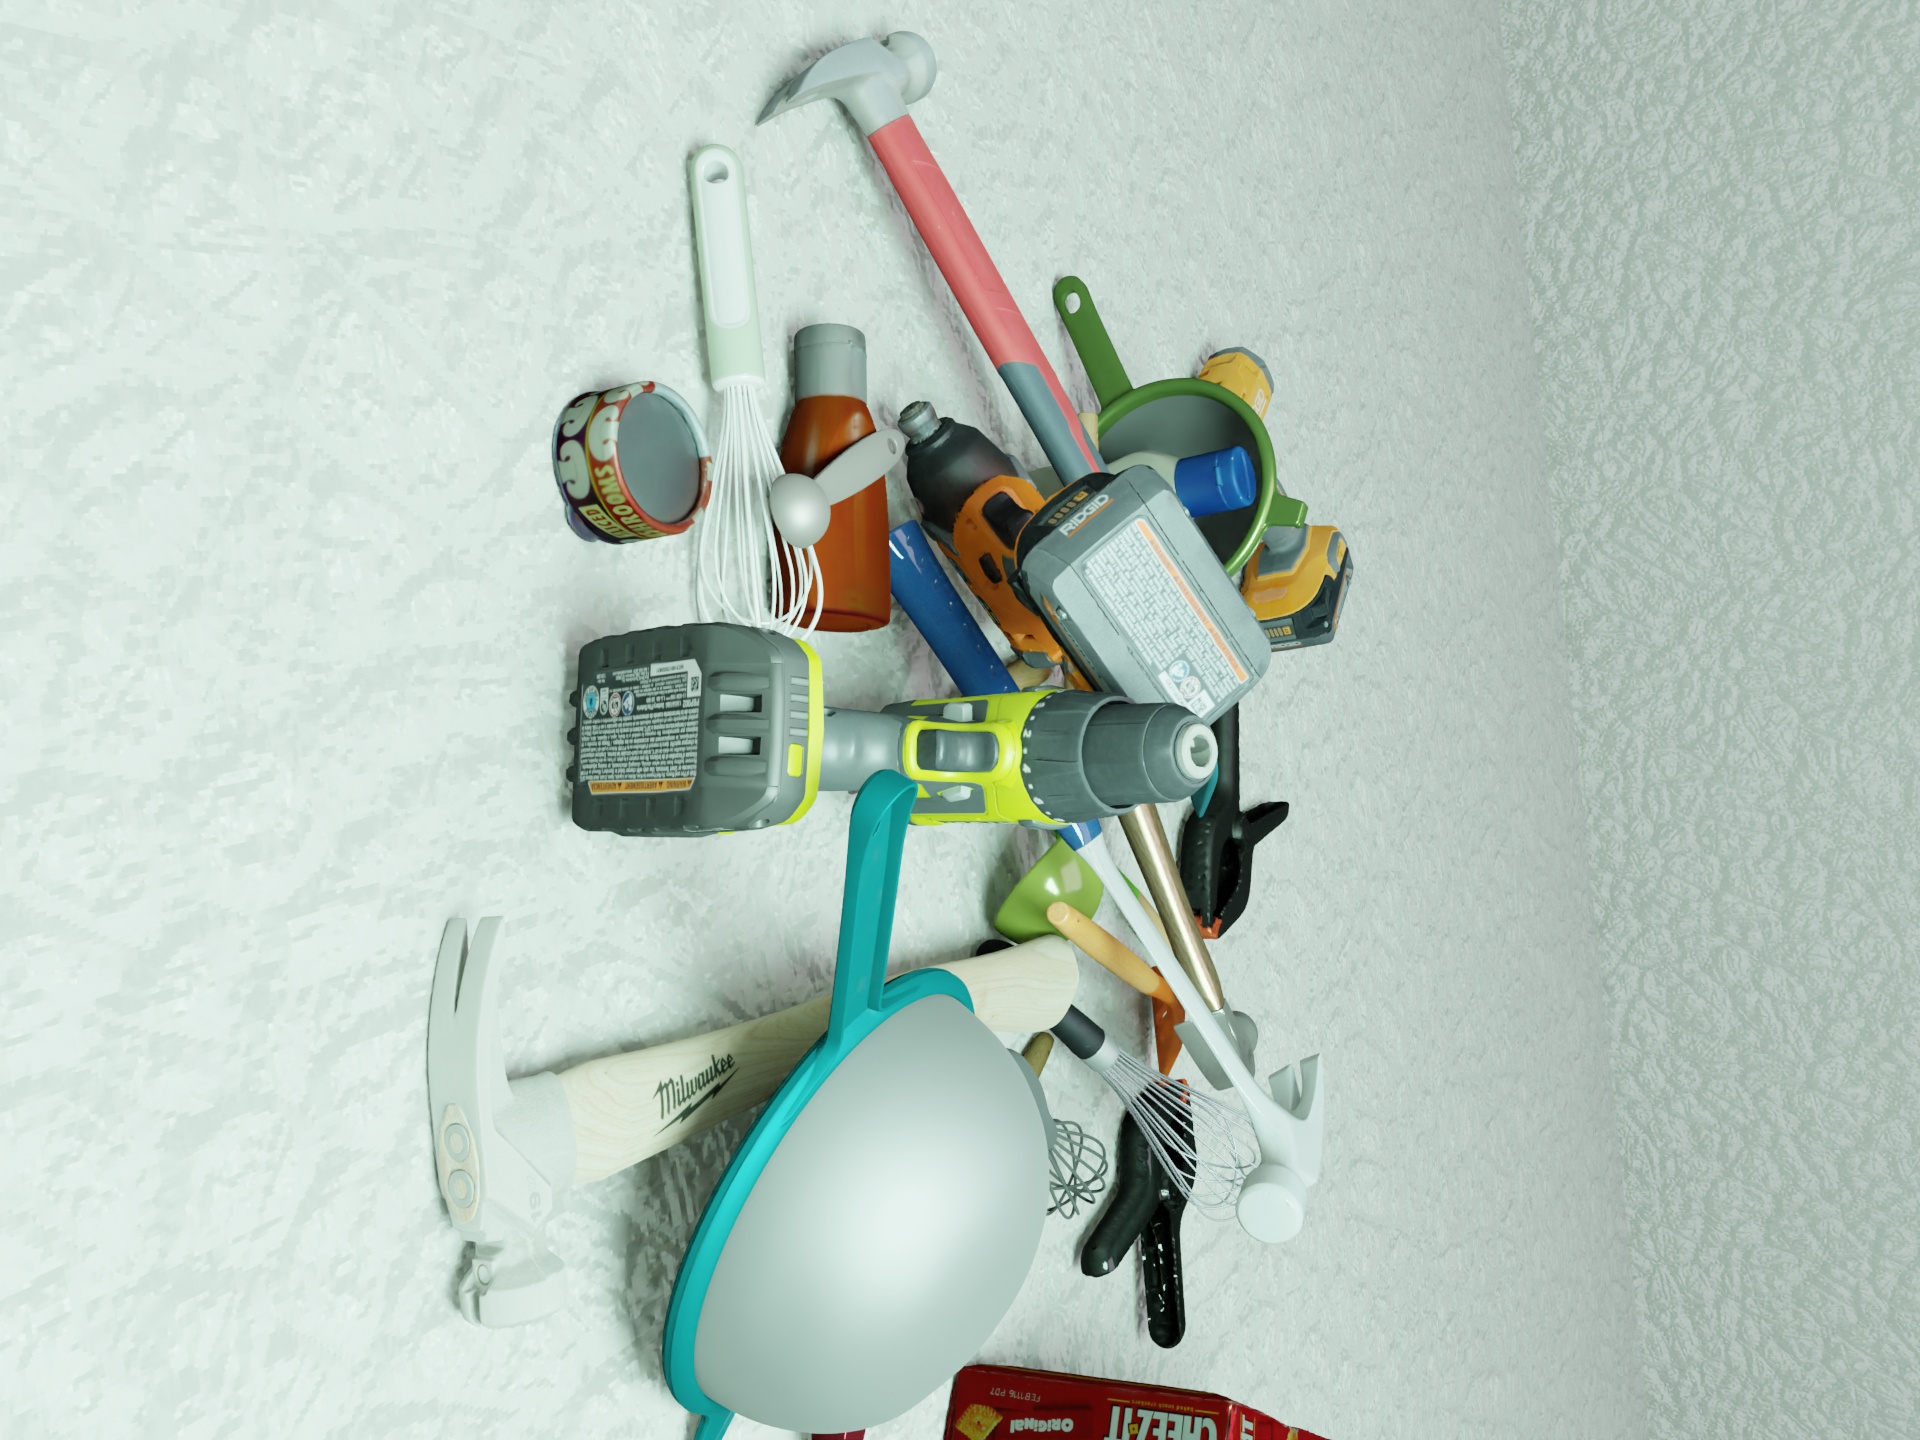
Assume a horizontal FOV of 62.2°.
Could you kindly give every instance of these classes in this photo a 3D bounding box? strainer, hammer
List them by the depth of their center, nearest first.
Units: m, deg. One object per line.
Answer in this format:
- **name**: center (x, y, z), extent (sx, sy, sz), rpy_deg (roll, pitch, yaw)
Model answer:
- **strainer**: center (-0.015, 0.169, 0.636), extent (0.211, 0.095, 0.340), rpy_deg (-39, 147, -44)
- **hammer**: center (-0.063, 0.136, 0.734), extent (0.410, 0.038, 0.146), rpy_deg (-4, 88, -55)
- **hammer**: center (0.074, 0.072, 0.845), extent (0.405, 0.035, 0.144), rpy_deg (57, 25, -1)
- **hammer**: center (0.030, -0.188, 0.879), extent (0.386, 0.038, 0.143), rpy_deg (59, 38, -14)
- **hammer**: center (0.116, 0.072, 0.995), extent (0.130, 0.031, 0.331), rpy_deg (-17, 86, -77)
- **strainer**: center (0.124, -0.182, 1.038), extent (0.069, 0.151, 0.257), rpy_deg (19, 45, -54)

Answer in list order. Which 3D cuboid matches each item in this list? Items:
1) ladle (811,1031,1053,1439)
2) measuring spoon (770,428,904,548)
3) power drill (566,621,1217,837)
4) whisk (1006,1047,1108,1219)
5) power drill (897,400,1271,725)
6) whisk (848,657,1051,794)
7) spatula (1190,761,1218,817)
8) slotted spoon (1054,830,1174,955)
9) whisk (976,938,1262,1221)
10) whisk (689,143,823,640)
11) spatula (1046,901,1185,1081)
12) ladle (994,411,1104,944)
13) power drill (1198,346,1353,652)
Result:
- **ladle**: center (-0.008, 0.269, 0.846), extent (0.315, 0.031, 0.069), rpy_deg (-52, 150, -52)
- **measuring spoon**: center (-0.051, -0.116, 0.748), extent (0.124, 0.018, 0.034), rpy_deg (-48, 120, -53)
- **power drill**: center (-0.026, 0.011, 0.661), extent (0.228, 0.190, 0.080), rpy_deg (5, 84, -41)
- **whisk**: center (0.044, 0.222, 0.859), extent (0.238, 0.055, 0.055), rpy_deg (67, 31, -57)
- **power drill**: center (0.045, -0.084, 0.791), extent (0.084, 0.227, 0.164), rpy_deg (-40, 114, -5)
- **whisk**: center (-0.003, -0.004, 0.885), extent (0.245, 0.047, 0.051), rpy_deg (-34, 126, -61)
- **spatula**: center (0.124, 0.007, 1.019), extent (0.317, 0.044, 0.082), rpy_deg (20, 52, -68)
- **slotted spoon**: center (0.124, 0.134, 1.086), extent (0.313, 0.031, 0.070), rpy_deg (53, 15, -46)
- **whisk**: center (0.104, 0.219, 0.971), extent (0.284, 0.070, 0.070), rpy_deg (45, 47, -27)
- **whisk**: center (-0.102, -0.147, 0.733), extent (0.059, 0.058, 0.246), rpy_deg (123, -39, -83)
- **spatula**: center (0.099, 0.156, 0.970), extent (0.322, 0.041, 0.081), rpy_deg (44, 39, -61)
- **ladle**: center (0.058, -0.026, 0.943), extent (0.078, 0.062, 0.320), rpy_deg (22, 70, -71)
- **power drill**: center (0.231, -0.157, 1.264), extent (0.226, 0.084, 0.185), rpy_deg (59, 40, -30)
